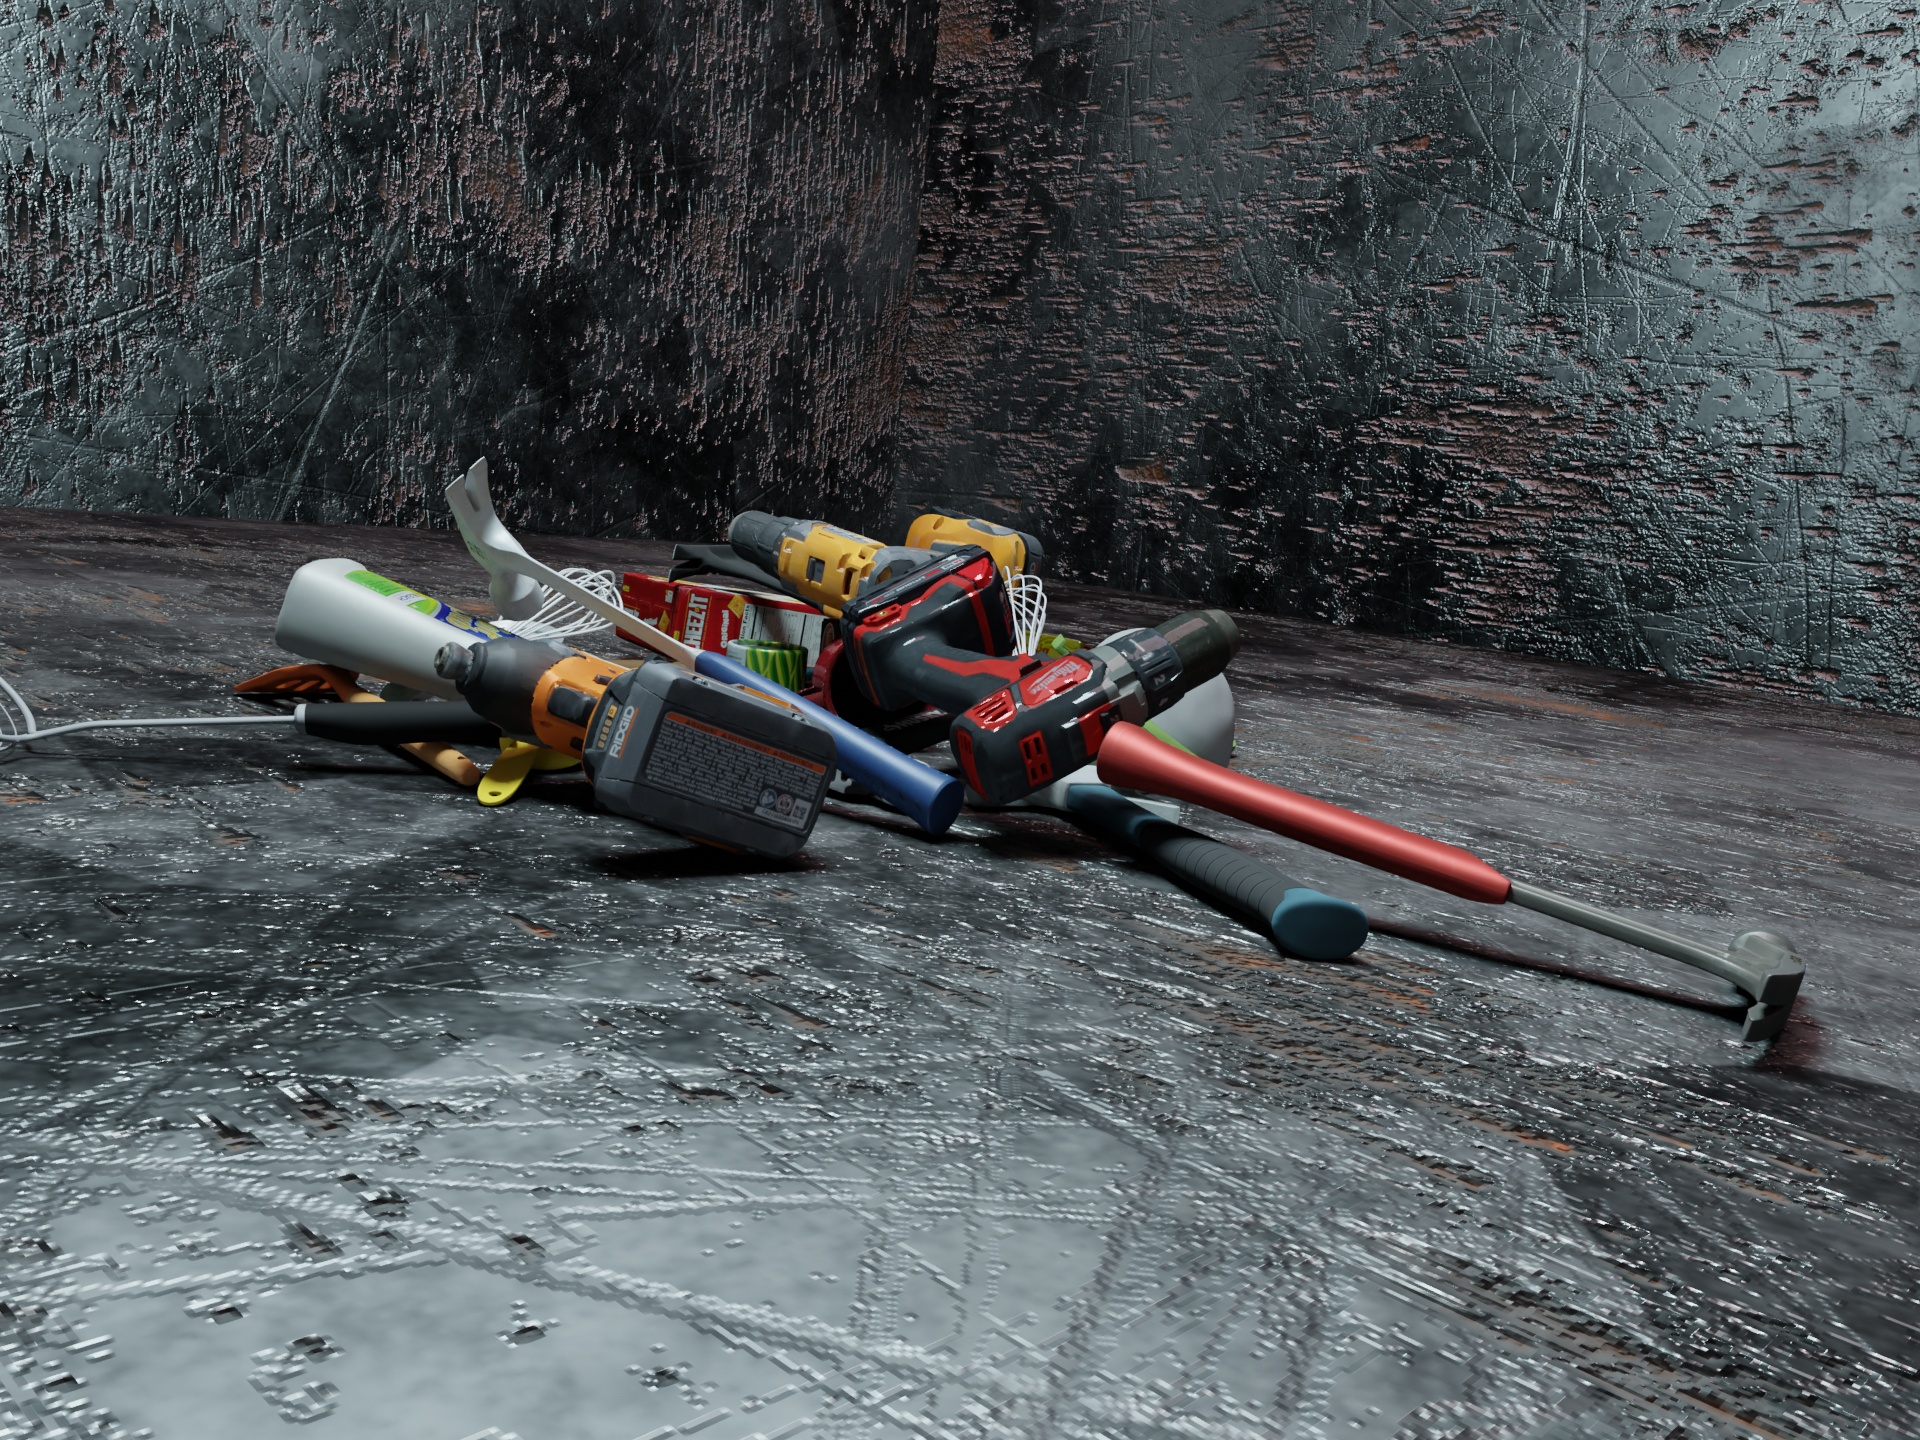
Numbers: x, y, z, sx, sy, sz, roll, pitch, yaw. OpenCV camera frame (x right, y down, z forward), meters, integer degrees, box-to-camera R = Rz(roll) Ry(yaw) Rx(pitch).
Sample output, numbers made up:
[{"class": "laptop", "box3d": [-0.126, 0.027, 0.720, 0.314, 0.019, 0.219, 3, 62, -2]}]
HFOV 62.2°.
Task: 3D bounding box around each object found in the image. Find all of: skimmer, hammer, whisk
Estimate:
[{"class": "skimmer", "box3d": [-0.439, -0.028, 0.901, 0.363, 0.090, 0.127, -1, 10, -16]}, {"class": "hammer", "box3d": [-0.085, -0.087, 1.334, 0.337, 0.034, 0.127, 22, 15, 26]}, {"class": "whisk", "box3d": [0.039, -0.042, 1.132, 0.070, 0.070, 0.285, 5, 26, -7]}, {"class": "hammer", "box3d": [-0.002, -0.004, 1.138, 0.146, 0.035, 0.334, 17, 19, 30]}, {"class": "hammer", "box3d": [0.118, 0.070, 0.899, 0.128, 0.033, 0.331, 2, 10, -21]}, {"class": "whisk", "box3d": [-0.342, -0.061, 1.203, 0.059, 0.057, 0.246, 46, 39, 2]}, {"class": "hammer", "box3d": [-0.170, -0.041, 0.996, 0.406, 0.035, 0.143, 29, -27, 25]}, {"class": "hammer", "box3d": [0.227, 0.070, 0.800, 0.359, 0.036, 0.149, 20, 9, 29]}]

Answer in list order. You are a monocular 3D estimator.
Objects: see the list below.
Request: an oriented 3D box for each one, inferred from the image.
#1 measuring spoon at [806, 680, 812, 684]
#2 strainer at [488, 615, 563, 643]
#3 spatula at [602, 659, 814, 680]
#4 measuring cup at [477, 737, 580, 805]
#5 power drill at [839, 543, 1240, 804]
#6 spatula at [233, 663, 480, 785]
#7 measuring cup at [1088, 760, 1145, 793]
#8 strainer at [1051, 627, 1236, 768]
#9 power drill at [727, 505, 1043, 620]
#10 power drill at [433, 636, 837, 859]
[{"class": "measuring spoon", "box3d": [-0.133, -0.040, 1.427, 0.021, 0.011, 0.116, -6, -13, 39]}, {"class": "strainer", "box3d": [-0.360, -0.041, 1.263, 0.087, 0.050, 0.259, -2, 16, -13]}, {"class": "spatula", "box3d": [-0.179, -0.028, 1.365, 0.317, 0.044, 0.082, 4, 9, 15]}, {"class": "measuring cup", "box3d": [-0.262, 0.029, 0.957, 0.062, 0.029, 0.157, 6, 20, -2]}, {"class": "power drill", "box3d": [0.044, -0.040, 0.992, 0.188, 0.080, 0.227, -27, 31, -19]}, {"class": "spatula", "box3d": [-0.387, 0.000, 1.040, 0.081, 0.041, 0.323, 0, 15, -41]}, {"class": "measuring cup", "box3d": [0.113, 0.020, 1.190, 0.083, 0.038, 0.167, 8, 11, 10]}, {"class": "strainer", "box3d": [0.182, -0.015, 1.228, 0.152, 0.069, 0.256, 44, 13, 25]}, {"class": "power drill", "box3d": [-0.063, -0.133, 1.313, 0.185, 0.084, 0.226, 23, 19, 36]}, {"class": "power drill", "box3d": [-0.185, 0.003, 0.868, 0.164, 0.084, 0.227, 22, -3, -35]}]
